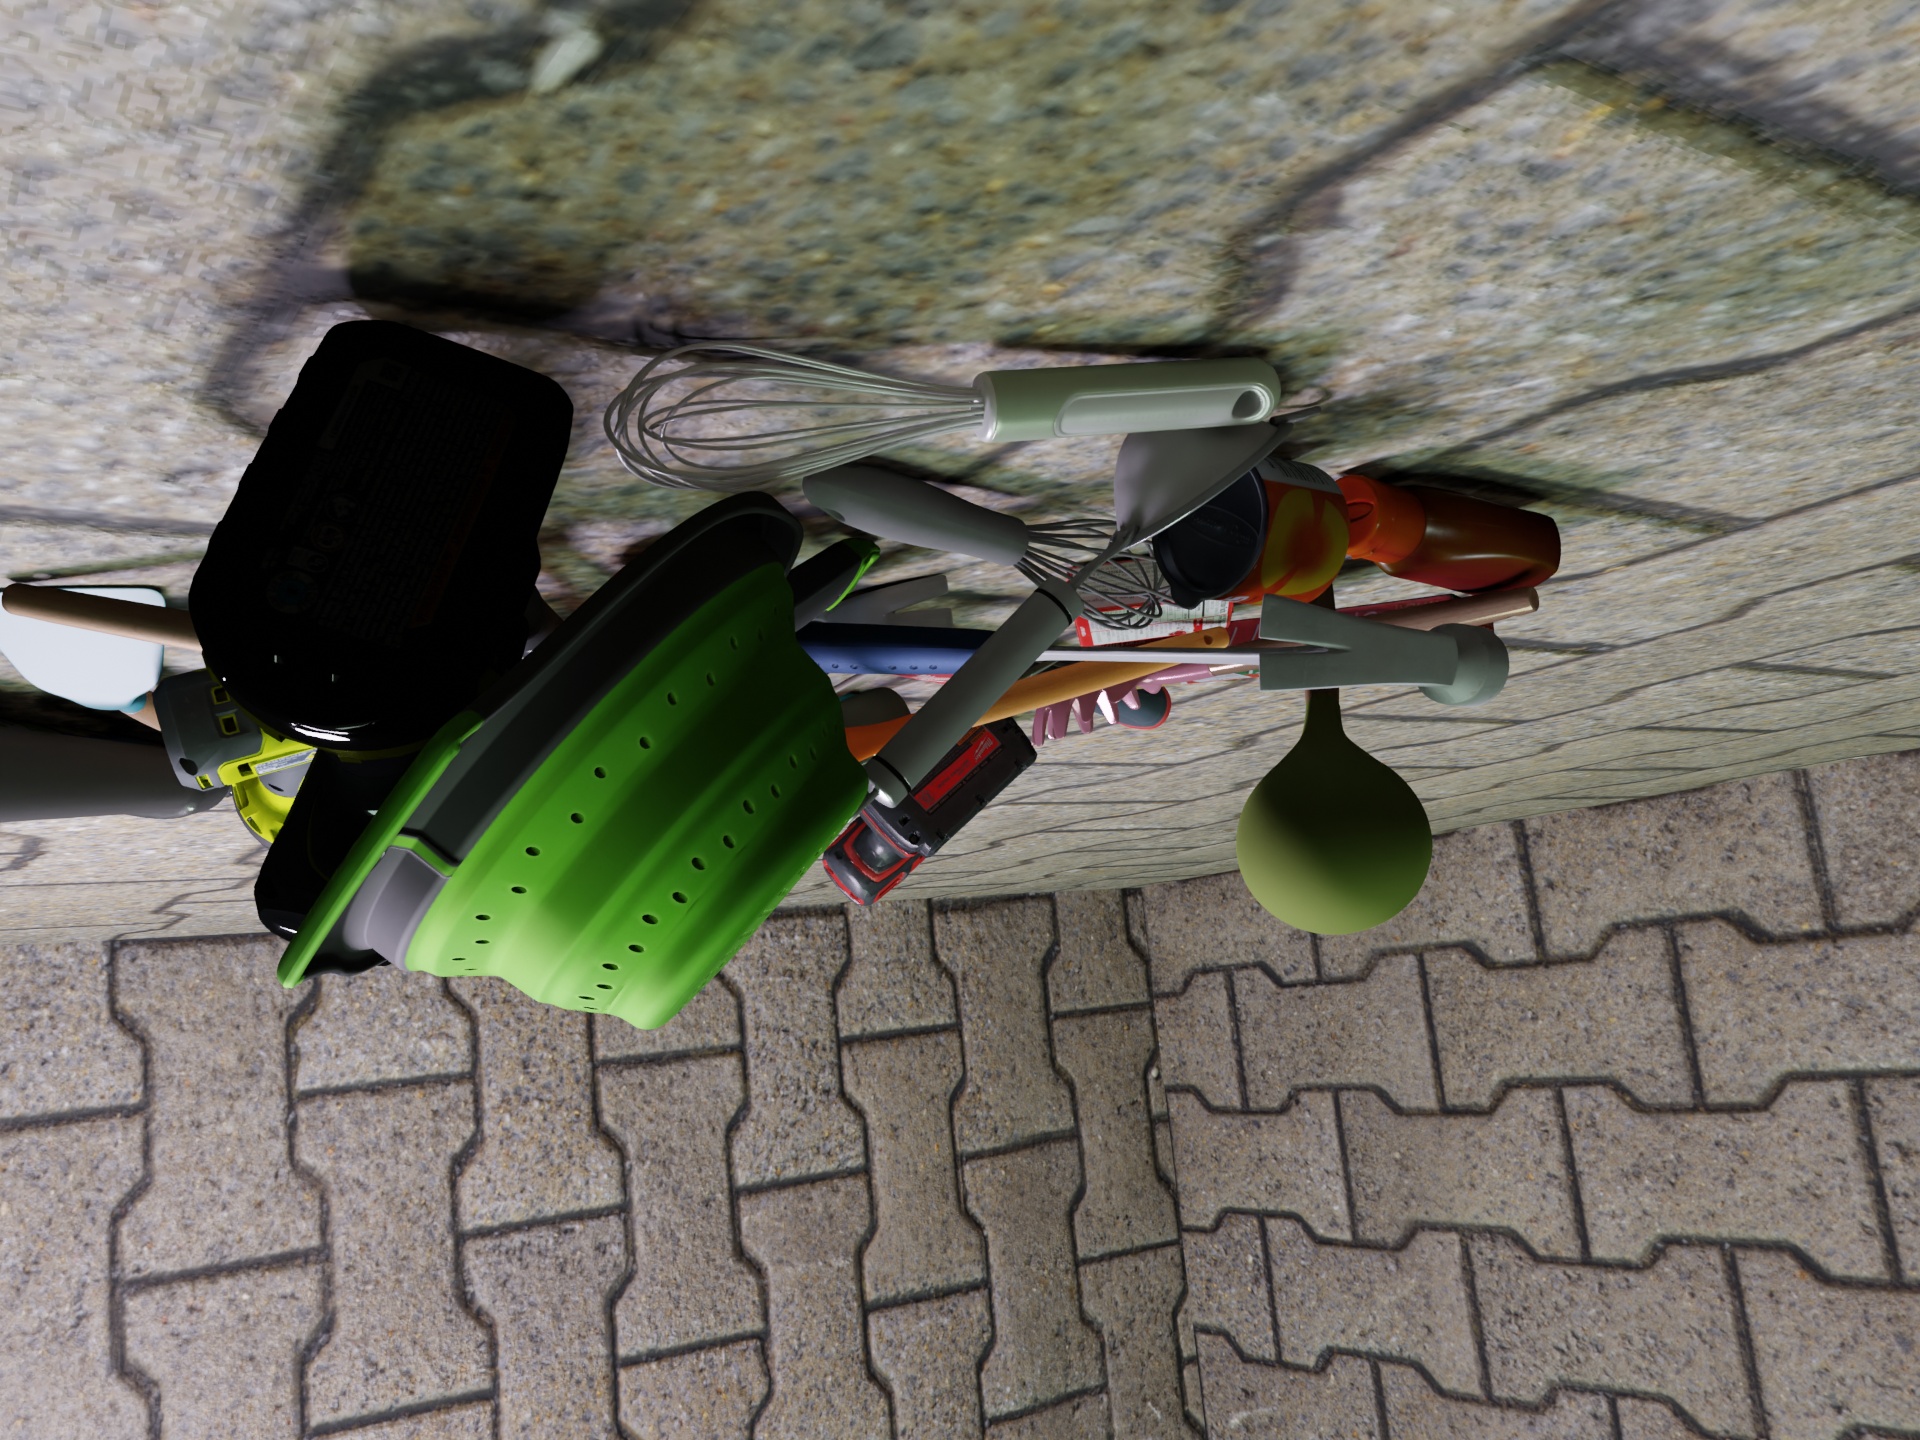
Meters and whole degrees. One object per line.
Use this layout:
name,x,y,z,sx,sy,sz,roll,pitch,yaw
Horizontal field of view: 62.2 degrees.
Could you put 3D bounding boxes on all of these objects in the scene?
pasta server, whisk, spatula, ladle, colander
pasta server,0.167,-0.029,0.888,0.316,0.040,0.060,-11,-179,39
whisk,0.001,-0.108,0.553,0.246,0.059,0.057,-7,137,-17
spatula,-0.001,-0.003,0.836,0.322,0.081,0.041,-16,175,-20
ladle,0.173,-0.006,0.753,0.078,0.062,0.320,-8,-157,15
colander,-0.075,0.007,0.593,0.204,0.094,0.397,-49,180,24
whisk,0.023,-0.079,0.720,0.055,0.055,0.238,-15,162,43
spatula,-0.442,-0.019,0.863,0.082,0.044,0.317,-4,174,-15

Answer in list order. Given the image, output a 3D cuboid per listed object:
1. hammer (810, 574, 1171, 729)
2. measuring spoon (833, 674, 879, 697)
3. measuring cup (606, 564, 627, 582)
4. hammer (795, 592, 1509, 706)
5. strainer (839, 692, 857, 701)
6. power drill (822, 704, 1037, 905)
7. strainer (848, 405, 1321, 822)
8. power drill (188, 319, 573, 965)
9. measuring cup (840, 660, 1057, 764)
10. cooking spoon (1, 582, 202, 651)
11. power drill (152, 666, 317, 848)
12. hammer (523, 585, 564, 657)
hammer,0.043,-0.032,1.017,0.143,0.038,0.386,-15,166,35
measuring spoon,-0.082,-0.017,0.889,0.124,0.018,0.034,-25,174,35
measuring cup,-0.135,-0.033,0.804,0.095,0.052,0.173,-11,162,-9
hammer,0.026,-0.033,0.727,0.406,0.035,0.144,3,180,42
strainer,-0.148,0.033,1.102,0.211,0.095,0.340,-4,171,-8
power drill,-0.012,0.045,1.180,0.188,0.080,0.226,-41,174,-19
strainer,0.042,-0.053,0.606,0.258,0.050,0.087,-46,-168,-14
power drill,-0.190,-0.033,0.557,0.080,0.191,0.228,19,153,-9
measuring cup,-0.024,-0.011,0.905,0.167,0.038,0.083,-27,177,11
cooking spoon,-0.263,-0.025,0.702,0.319,0.017,0.069,11,-168,-1
power drill,-0.336,0.007,0.886,0.171,0.080,0.223,-17,171,-21
hammer,-0.193,-0.010,0.864,0.035,0.146,0.334,-43,160,-8
